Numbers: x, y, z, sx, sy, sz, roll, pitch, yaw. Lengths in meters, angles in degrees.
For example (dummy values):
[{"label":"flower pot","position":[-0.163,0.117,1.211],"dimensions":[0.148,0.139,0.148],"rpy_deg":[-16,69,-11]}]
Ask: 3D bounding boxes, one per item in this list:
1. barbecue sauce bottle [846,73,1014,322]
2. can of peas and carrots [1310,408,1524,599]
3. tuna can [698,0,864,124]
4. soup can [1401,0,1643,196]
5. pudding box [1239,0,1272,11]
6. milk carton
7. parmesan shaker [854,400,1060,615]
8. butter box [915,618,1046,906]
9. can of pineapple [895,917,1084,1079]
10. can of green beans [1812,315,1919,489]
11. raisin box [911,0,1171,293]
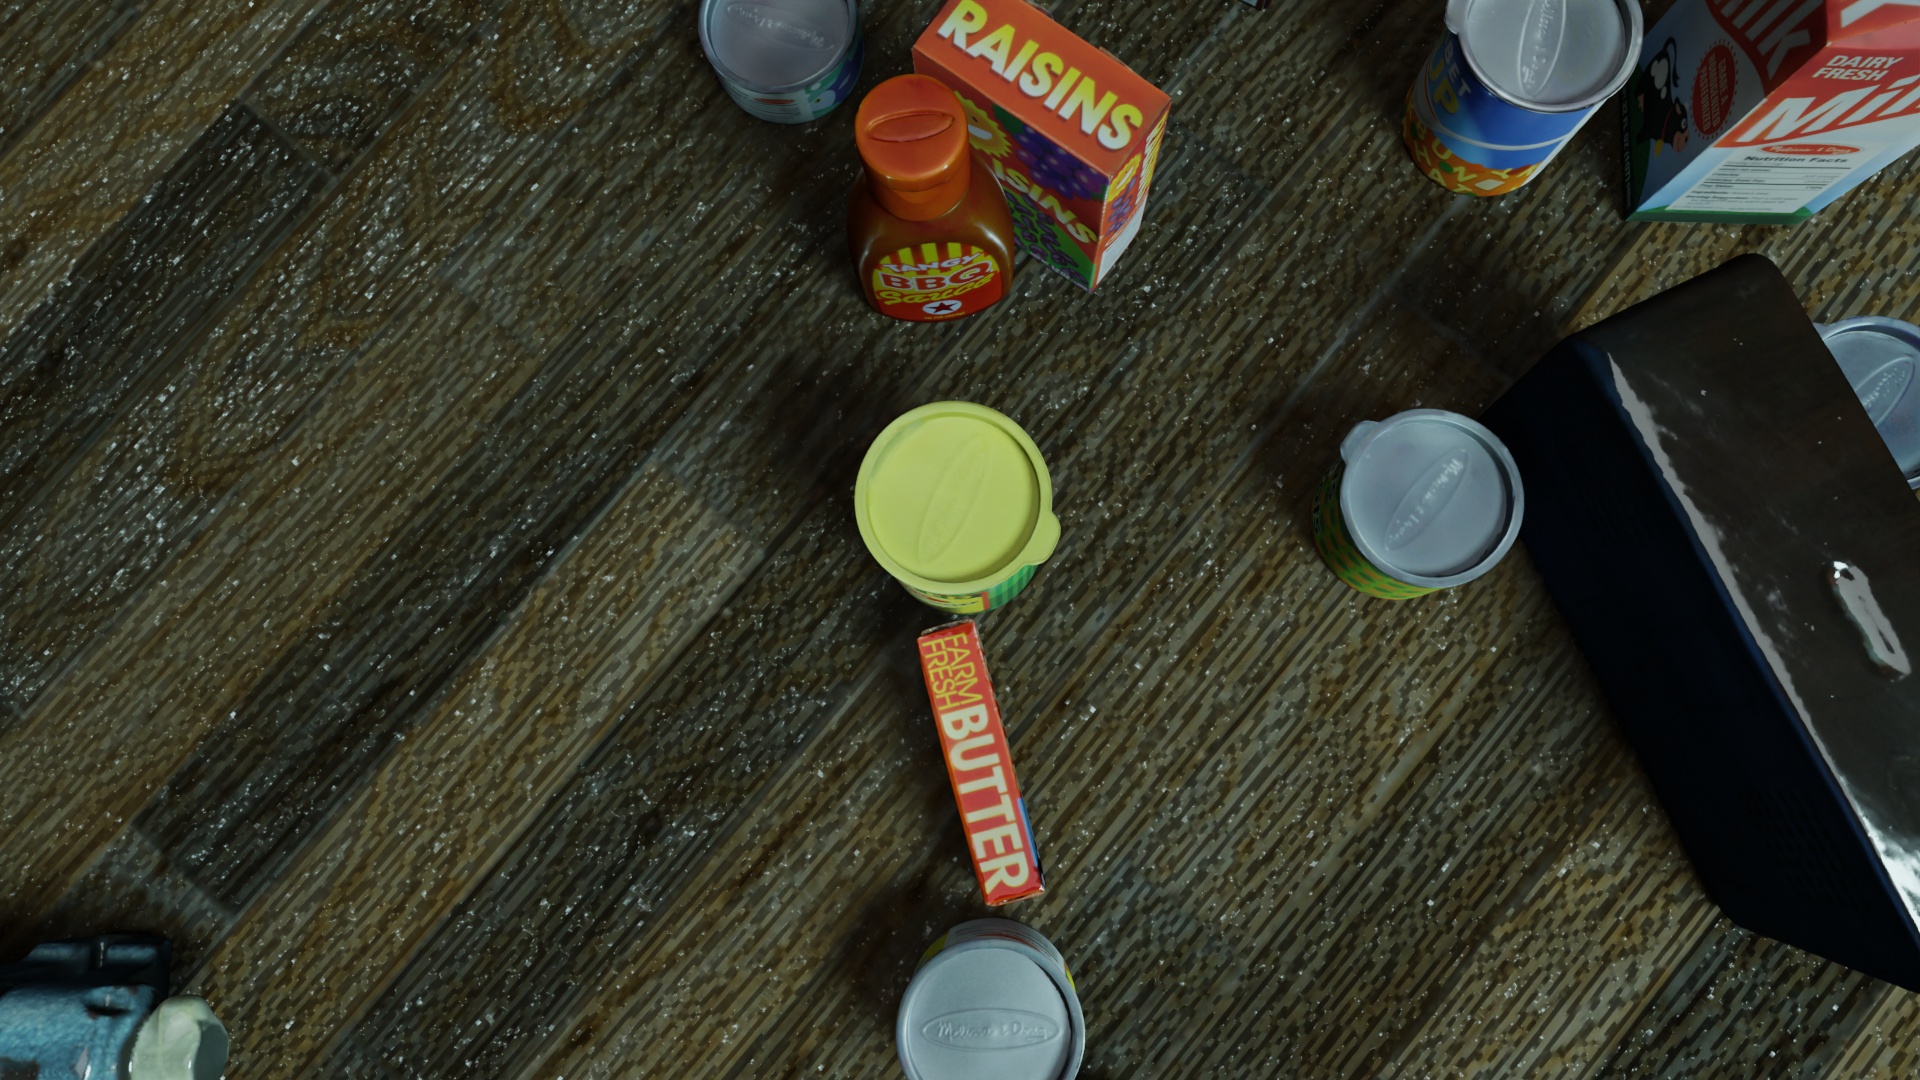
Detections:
[{"label":"barbecue sauce bottle","position":[-0.013,-0.121,0.510],"dimensions":[0.065,0.148,0.044],"rpy_deg":[-7,82,1]},{"label":"can of peas and carrots","position":[0.170,-0.013,0.532],"dimensions":[0.071,0.058,0.071],"rpy_deg":[0,82,2]},{"label":"tuna can","position":[-0.073,-0.214,0.585],"dimensions":[0.071,0.033,0.071],"rpy_deg":[0,82,2]},{"label":"soup can","position":[0.213,-0.181,0.543],"dimensions":[0.071,0.083,0.071],"rpy_deg":[0,82,2]},{"label":"pudding box","position":[0.100,-0.260,0.577],"dimensions":[0.084,0.049,0.030],"rpy_deg":[28,84,6]},{"label":"milk carton","position":[0.307,-0.178,0.485],"dimensions":[0.073,0.190,0.072],"rpy_deg":[2,82,3]},{"label":"parmesan shaker","position":[0.002,-0.006,0.516],"dimensions":[0.071,0.103,0.071],"rpy_deg":[0,82,2]},{"label":"butter box","position":[0.008,0.083,0.527],"dimensions":[0.024,0.053,0.103],"rpy_deg":[-15,81,0]},{"label":"can of pineapple","position":[0.011,0.177,0.511],"dimensions":[0.071,0.058,0.071],"rpy_deg":[0,82,2]},{"label":"can of green beans","position":[0.334,-0.046,0.531],"dimensions":[0.071,0.057,0.071],"rpy_deg":[0,82,2]},{"label":"raisin box","position":[0.030,-0.150,0.526],"dimensions":[0.086,0.123,0.040],"rpy_deg":[36,85,7]}]
